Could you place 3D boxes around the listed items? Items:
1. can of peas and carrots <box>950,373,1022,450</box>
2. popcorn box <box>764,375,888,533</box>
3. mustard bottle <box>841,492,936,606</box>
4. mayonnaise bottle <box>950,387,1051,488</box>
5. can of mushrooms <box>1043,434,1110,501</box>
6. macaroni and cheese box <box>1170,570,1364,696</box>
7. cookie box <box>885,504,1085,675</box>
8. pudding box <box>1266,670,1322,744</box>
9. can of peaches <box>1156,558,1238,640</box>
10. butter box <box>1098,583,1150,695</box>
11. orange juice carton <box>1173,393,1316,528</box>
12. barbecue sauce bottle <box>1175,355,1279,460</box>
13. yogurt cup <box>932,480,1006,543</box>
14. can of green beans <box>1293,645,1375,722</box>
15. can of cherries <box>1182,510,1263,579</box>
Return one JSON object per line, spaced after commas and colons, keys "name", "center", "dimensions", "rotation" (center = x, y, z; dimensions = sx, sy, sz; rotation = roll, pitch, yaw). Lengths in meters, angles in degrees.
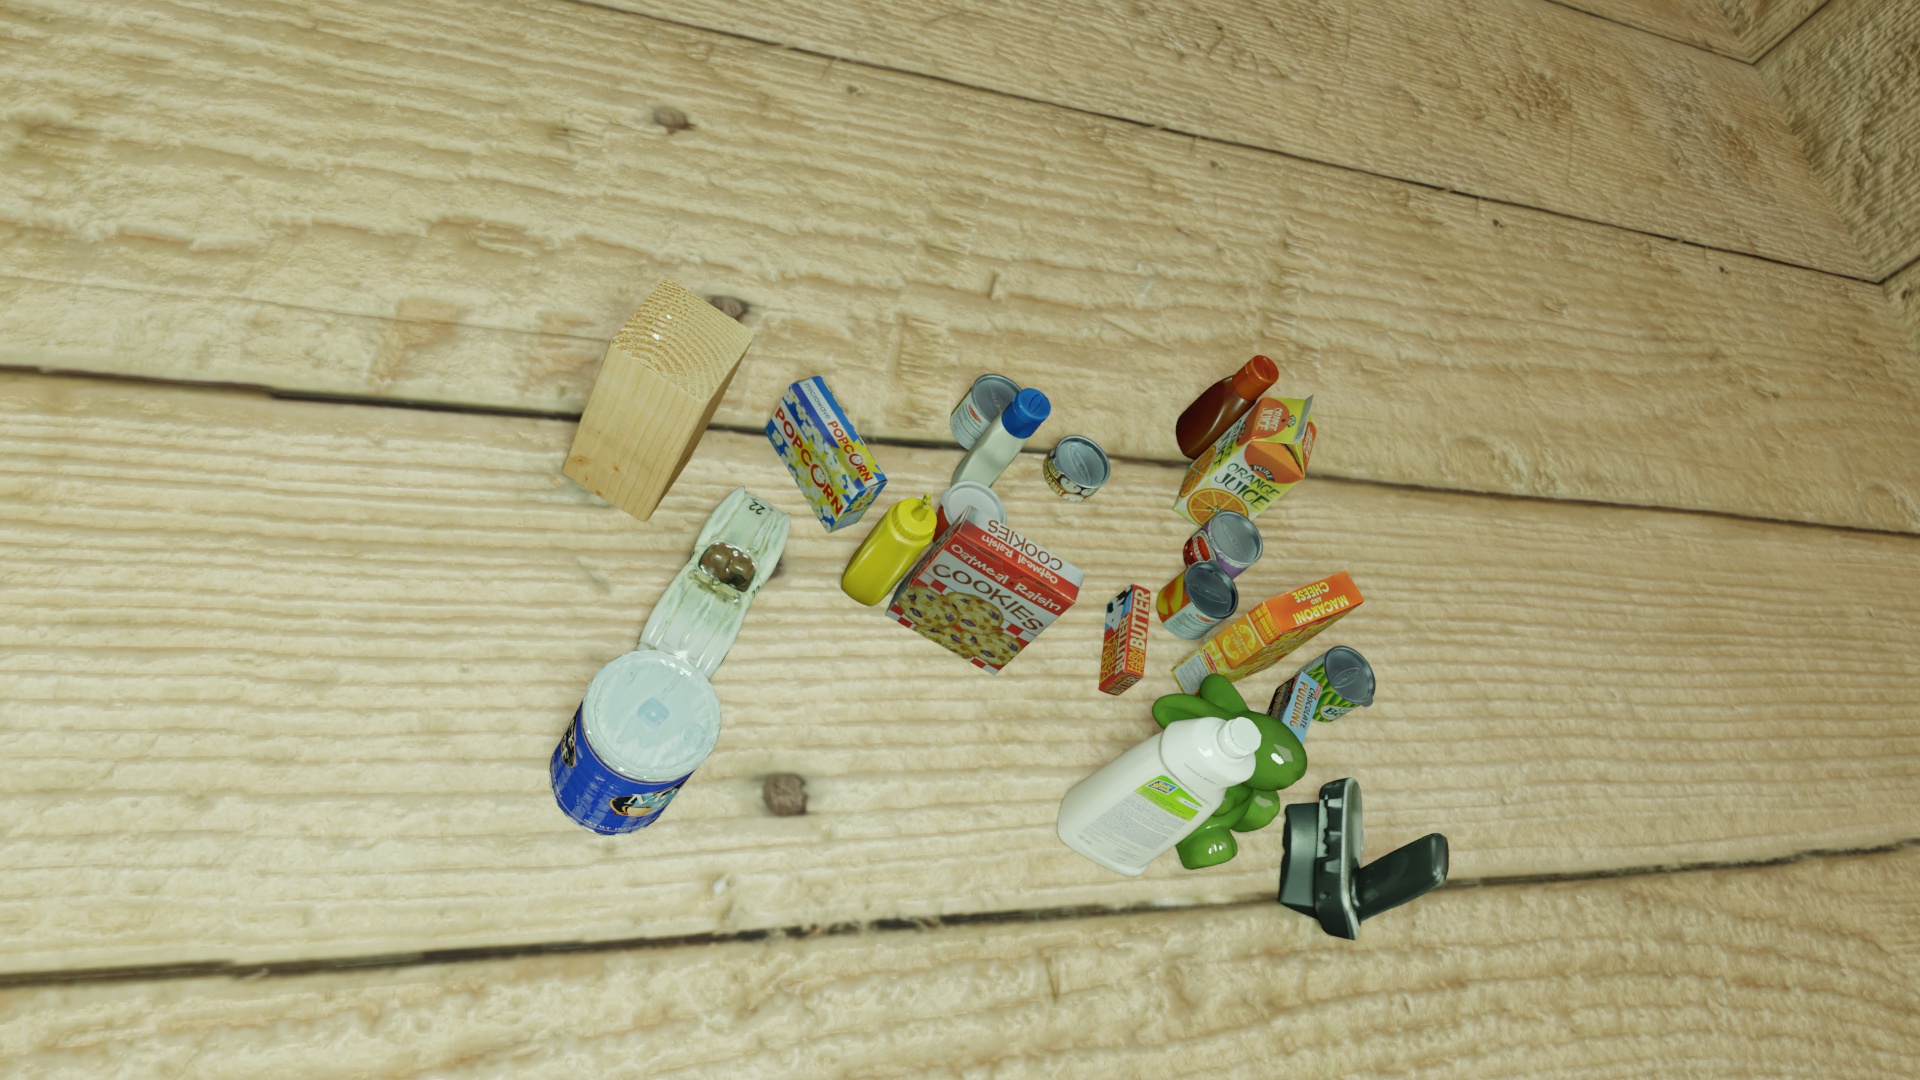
{"name": "can of peas and carrots", "center": [0.032, -0.132, 1.451], "dimensions": [0.071, 0.058, 0.071], "rotation": [13, 57, -21]}
{"name": "popcorn box", "center": [-0.130, -0.082, 1.320], "dimensions": [0.038, 0.084, 0.127], "rotation": [-24, 75, -36]}
{"name": "mustard bottle", "center": [-0.059, 0.002, 1.259], "dimensions": [0.049, 0.159, 0.066], "rotation": [33, 52, -7]}
{"name": "mayonnaise bottle", "center": [0.041, -0.096, 1.378], "dimensions": [0.041, 0.147, 0.065], "rotation": [34, 52, -6]}
{"name": "can of mushrooms", "center": [0.122, -0.077, 1.482], "dimensions": [0.071, 0.033, 0.071], "rotation": [13, 57, -21]}
{"name": "macaroni and cheese box", "center": [0.306, 0.097, 1.391], "dimensions": [0.124, 0.165, 0.040], "rotation": [-16, 70, -34]}
{"name": "cookie box", "center": [0.020, 0.050, 1.267], "dimensions": [0.123, 0.166, 0.040], "rotation": [30, 53, -9]}
{"name": "pudding box", "center": [0.339, 0.181, 1.432], "dimensions": [0.030, 0.049, 0.084], "rotation": [36, 52, -4]}
{"name": "can of peaches", "center": [0.247, 0.062, 1.450], "dimensions": [0.071, 0.057, 0.071], "rotation": [13, 57, -21]}
{"name": "butter box", "center": [0.164, 0.100, 1.386], "dimensions": [0.024, 0.053, 0.104], "rotation": [21, 54, -16]}
{"name": "orange juice carton", "center": [0.315, -0.084, 1.487], "dimensions": [0.073, 0.191, 0.072], "rotation": [32, 52, -8]}
{"name": "barbecue sauce bottle", "center": [0.296, -0.151, 1.545], "dimensions": [0.044, 0.147, 0.065], "rotation": [12, 57, -21]}
{"name": "yogurt cup", "center": [0.005, -0.017, 1.372], "dimensions": [0.072, 0.053, 0.073], "rotation": [13, 57, -21]}
{"name": "can of green beans", "center": [0.395, 0.153, 1.473], "dimensions": [0.071, 0.057, 0.071], "rotation": [13, 57, -21]}
{"name": "can of cherries", "center": [0.280, 0.010, 1.498], "dimensions": [0.071, 0.058, 0.072], "rotation": [13, 57, -21]}
